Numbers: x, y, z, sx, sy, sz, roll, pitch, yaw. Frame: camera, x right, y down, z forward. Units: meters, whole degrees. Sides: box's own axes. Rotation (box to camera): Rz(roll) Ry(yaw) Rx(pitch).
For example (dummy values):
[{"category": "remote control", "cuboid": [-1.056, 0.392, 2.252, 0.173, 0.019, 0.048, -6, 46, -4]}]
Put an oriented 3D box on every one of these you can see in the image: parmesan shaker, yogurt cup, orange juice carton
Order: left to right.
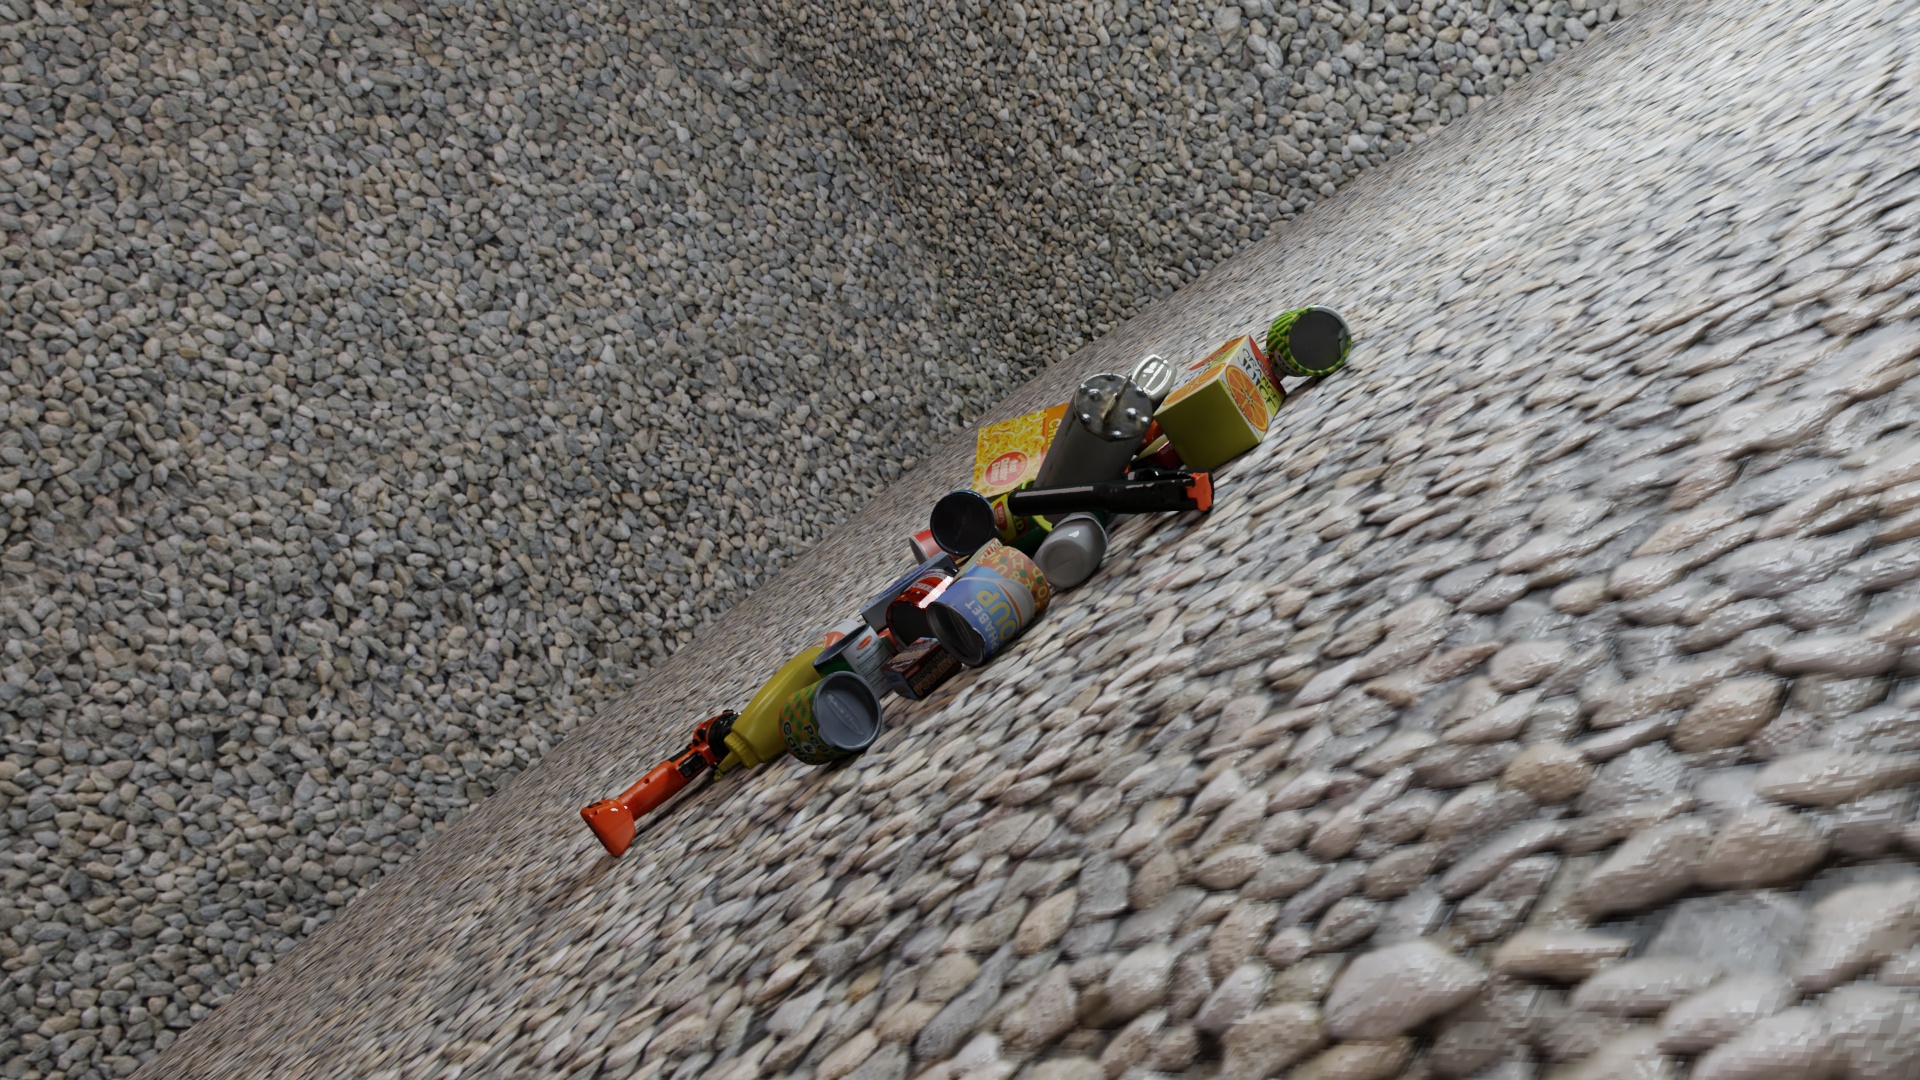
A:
[{"category": "yogurt cup", "cuboid": [-0.023, 0.013, 1.656, 0.054, 0.072, 0.072, -28, 5, -11]}, {"category": "parmesan shaker", "cuboid": [0.052, -0.011, 1.455, 0.102, 0.071, 0.072, -33, 7, 34]}, {"category": "orange juice carton", "cuboid": [0.252, -0.135, 1.310, 0.073, 0.071, 0.193, -30, 9, 31]}]

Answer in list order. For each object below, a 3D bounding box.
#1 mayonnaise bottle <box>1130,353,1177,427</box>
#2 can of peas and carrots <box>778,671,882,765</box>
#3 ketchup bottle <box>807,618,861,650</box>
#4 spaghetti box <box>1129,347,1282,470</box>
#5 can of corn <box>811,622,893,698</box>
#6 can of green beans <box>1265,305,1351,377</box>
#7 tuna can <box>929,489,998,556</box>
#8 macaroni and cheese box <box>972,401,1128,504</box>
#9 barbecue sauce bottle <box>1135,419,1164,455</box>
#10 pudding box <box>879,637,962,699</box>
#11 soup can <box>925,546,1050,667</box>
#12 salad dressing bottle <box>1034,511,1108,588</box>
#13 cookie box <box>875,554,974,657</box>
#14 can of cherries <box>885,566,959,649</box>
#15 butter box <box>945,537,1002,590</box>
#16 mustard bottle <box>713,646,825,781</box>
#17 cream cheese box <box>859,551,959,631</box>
[{"category": "mayonnaise bottle", "cuboid": [0.167, -0.116, 1.364, 0.065, 0.041, 0.147, -51, -10, -33]}, {"category": "can of peas and carrots", "cuboid": [-0.109, 0.149, 1.140, 0.058, 0.071, 0.071, -29, 9, 46]}, {"category": "ketchup bottle", "cuboid": [-0.150, 0.132, 1.534, 0.064, 0.043, 0.149, -32, 7, 27]}, {"category": "spaghetti box", "cuboid": [0.271, -0.139, 1.425, 0.251, 0.028, 0.050, -39, 8, -28]}, {"category": "can of corn", "cuboid": [-0.096, 0.120, 1.298, 0.071, 0.058, 0.071, -35, 7, 5]}, {"category": "can of green beans", "cuboid": [0.331, -0.189, 1.320, 0.071, 0.071, 0.058, -35, 7, 0]}, {"category": "tuna can", "cuboid": [0.005, -0.018, 1.411, 0.071, 0.071, 0.033, -35, 4, 6]}, {"category": "macaroni and cheese box", "cuboid": [0.097, -0.092, 1.510, 0.166, 0.040, 0.124, -16, 41, 20]}, {"category": "barbecue sauce bottle", "cuboid": [0.211, -0.118, 1.508, 0.065, 0.043, 0.149, -42, 7, 2]}, {"category": "pudding box", "cuboid": [-0.034, 0.109, 1.196, 0.050, 0.030, 0.083, -36, 7, -14]}, {"category": "soup can", "cuboid": [0.025, 0.054, 1.143, 0.084, 0.071, 0.071, -38, 7, -28]}, {"category": "salad dressing bottle", "cuboid": [0.103, 0.000, 1.232, 0.064, 0.044, 0.148, -31, 6, 19]}, {"category": "cookie box", "cuboid": [-0.040, 0.077, 1.404, 0.168, 0.040, 0.122, -39, 8, -35]}, {"category": "can of cherries", "cuboid": [-0.028, 0.065, 1.291, 0.071, 0.071, 0.059, -28, 10, 49]}, {"category": "butter box", "cuboid": [0.026, 0.040, 1.286, 0.024, 0.053, 0.104, -35, 5, 28]}, {"category": "mustard bottle", "cuboid": [-0.178, 0.171, 1.332, 0.161, 0.065, 0.048, -42, 13, -19]}, {"category": "cream cheese box", "cuboid": [-0.051, 0.050, 1.360, 0.104, 0.024, 0.053, -35, 6, -5]}]
